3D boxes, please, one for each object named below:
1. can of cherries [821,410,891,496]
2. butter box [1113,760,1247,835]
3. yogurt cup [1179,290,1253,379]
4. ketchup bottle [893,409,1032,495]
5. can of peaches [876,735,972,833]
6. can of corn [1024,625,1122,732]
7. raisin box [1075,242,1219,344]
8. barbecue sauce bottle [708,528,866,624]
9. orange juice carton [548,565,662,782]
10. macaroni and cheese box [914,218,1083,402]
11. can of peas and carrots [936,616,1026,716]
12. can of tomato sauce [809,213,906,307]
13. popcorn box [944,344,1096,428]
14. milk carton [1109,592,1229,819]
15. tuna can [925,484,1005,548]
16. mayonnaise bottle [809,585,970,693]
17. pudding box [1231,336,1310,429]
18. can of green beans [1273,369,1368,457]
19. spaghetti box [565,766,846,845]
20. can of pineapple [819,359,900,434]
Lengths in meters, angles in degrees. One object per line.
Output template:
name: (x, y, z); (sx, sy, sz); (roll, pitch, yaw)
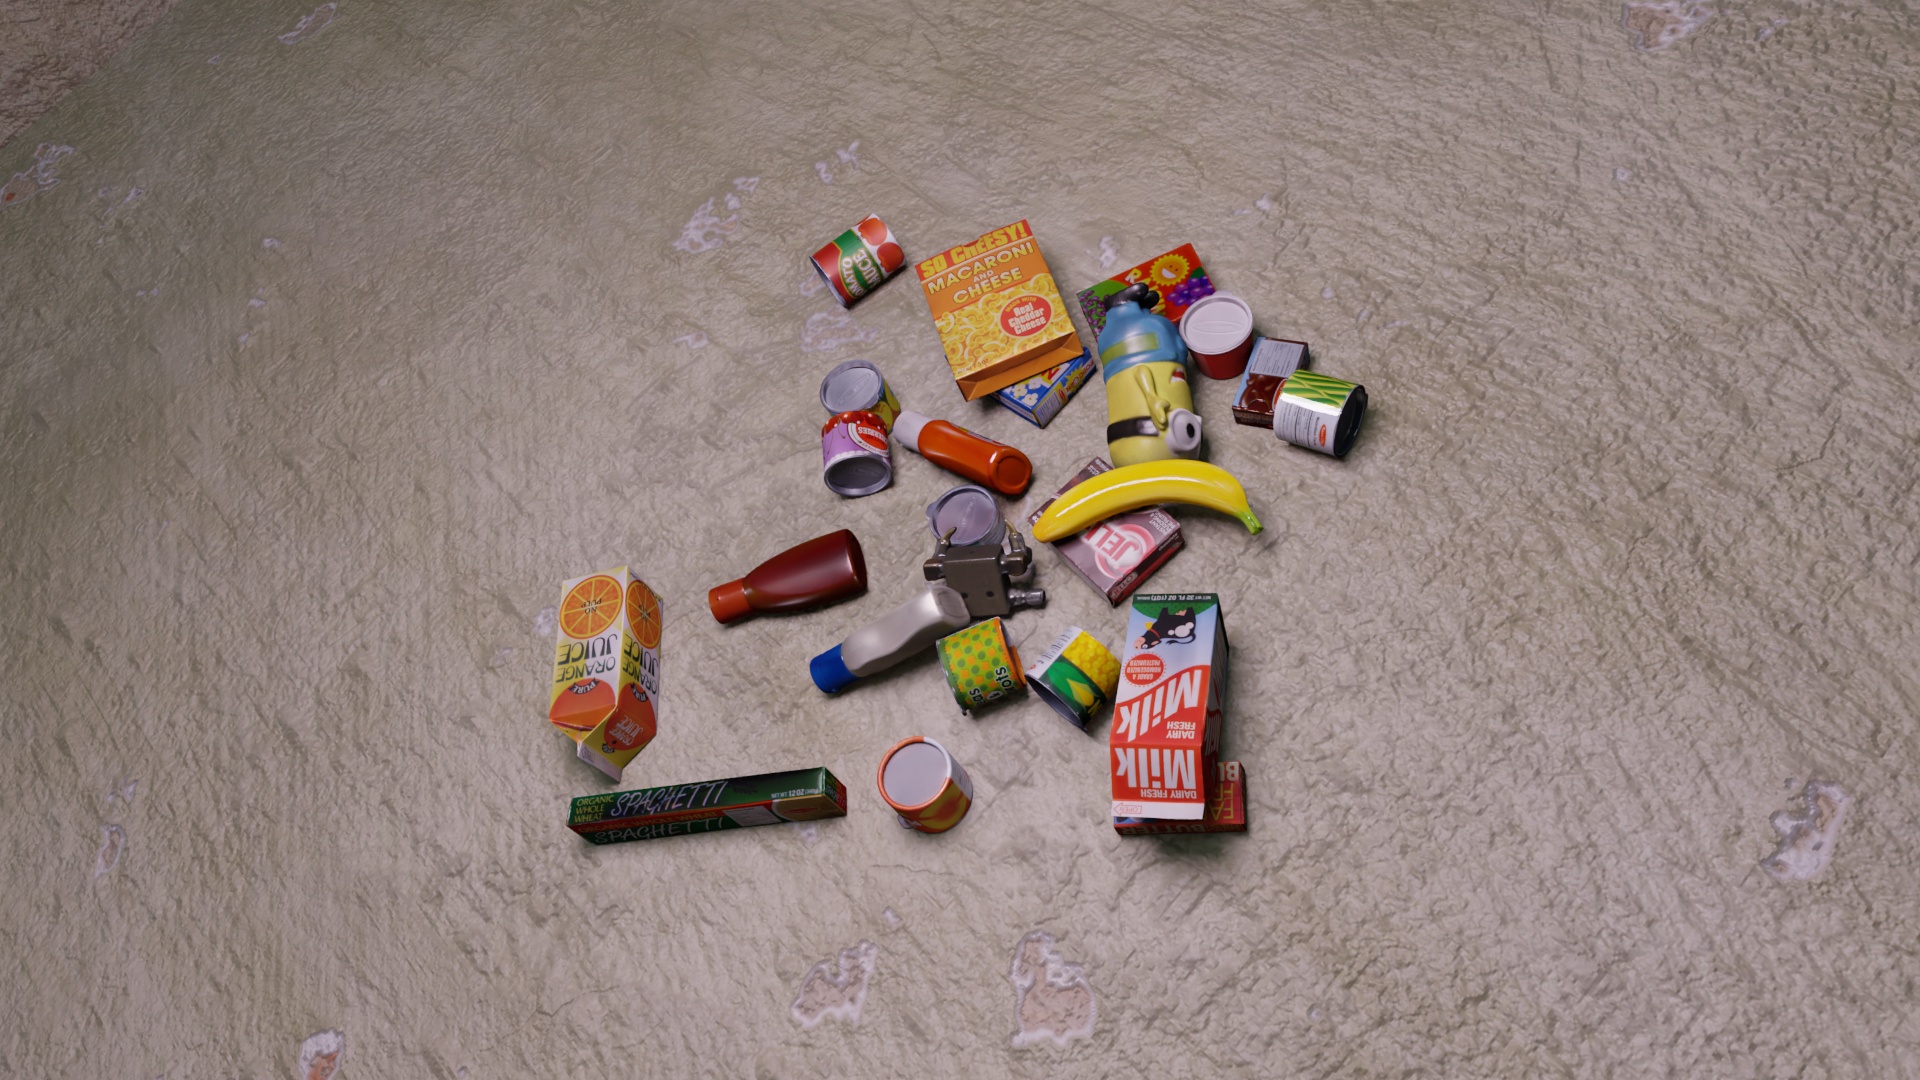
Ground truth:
can of cherries: (-0.100, -0.086, 1.353); (0.071, 0.071, 0.058); (-15, 55, 12)
butter box: (0.173, 0.204, 1.099); (0.103, 0.024, 0.053); (-5, 57, 18)
yogurt cup: (0.242, -0.187, 1.296); (0.072, 0.053, 0.073); (-10, 57, 15)
ketchup bottle: (-0.003, -0.087, 1.324); (0.149, 0.064, 0.043); (26, 89, 40)
can of peaches: (-0.031, 0.205, 1.155); (0.071, 0.058, 0.071); (-9, 57, 15)
can of corn: (0.099, 0.115, 1.158); (0.071, 0.071, 0.058); (36, 77, 34)
raisin box: (0.185, -0.226, 1.350); (0.123, 0.040, 0.086); (-24, 54, 7)
barbecue sauce bottle: (-0.165, 0.040, 1.316); (0.148, 0.043, 0.065); (-19, 55, 10)
orange juice carton: (-0.333, 0.127, 1.308); (0.073, 0.071, 0.193); (-14, 56, 13)
macaroni and cheese box: (0.035, -0.228, 1.359); (0.124, 0.040, 0.167); (-22, 55, 5)
can of peas and carrots: (0.019, 0.108, 1.191); (0.059, 0.070, 0.071); (-22, 55, 6)
can of tomato sauce: (-0.108, -0.300, 1.489); (0.083, 0.071, 0.071); (-36, 54, -4)
popcorn box: (0.059, -0.175, 1.367); (0.127, 0.038, 0.085); (35, 77, 33)
milk carton: (0.164, 0.136, 1.091); (0.072, 0.073, 0.191); (-2, 47, 19)
tuna can: (0.005, -0.016, 1.293); (0.071, 0.032, 0.071); (-9, 57, 15)
mayonnaise bottle: (-0.066, 0.089, 1.229); (0.148, 0.065, 0.041); (-29, 72, 21)
pudding box: (0.284, -0.144, 1.268); (0.050, 0.030, 0.084); (12, 65, 25)
can of green beans: (0.314, -0.112, 1.215); (0.058, 0.071, 0.071); (21, 69, 30)
spaghetti box: (-0.224, 0.233, 1.215); (0.250, 0.050, 0.029); (-9, 56, 15)
can of pineapple: (-0.099, -0.137, 1.391); (0.071, 0.057, 0.071); (-10, 58, 16)
